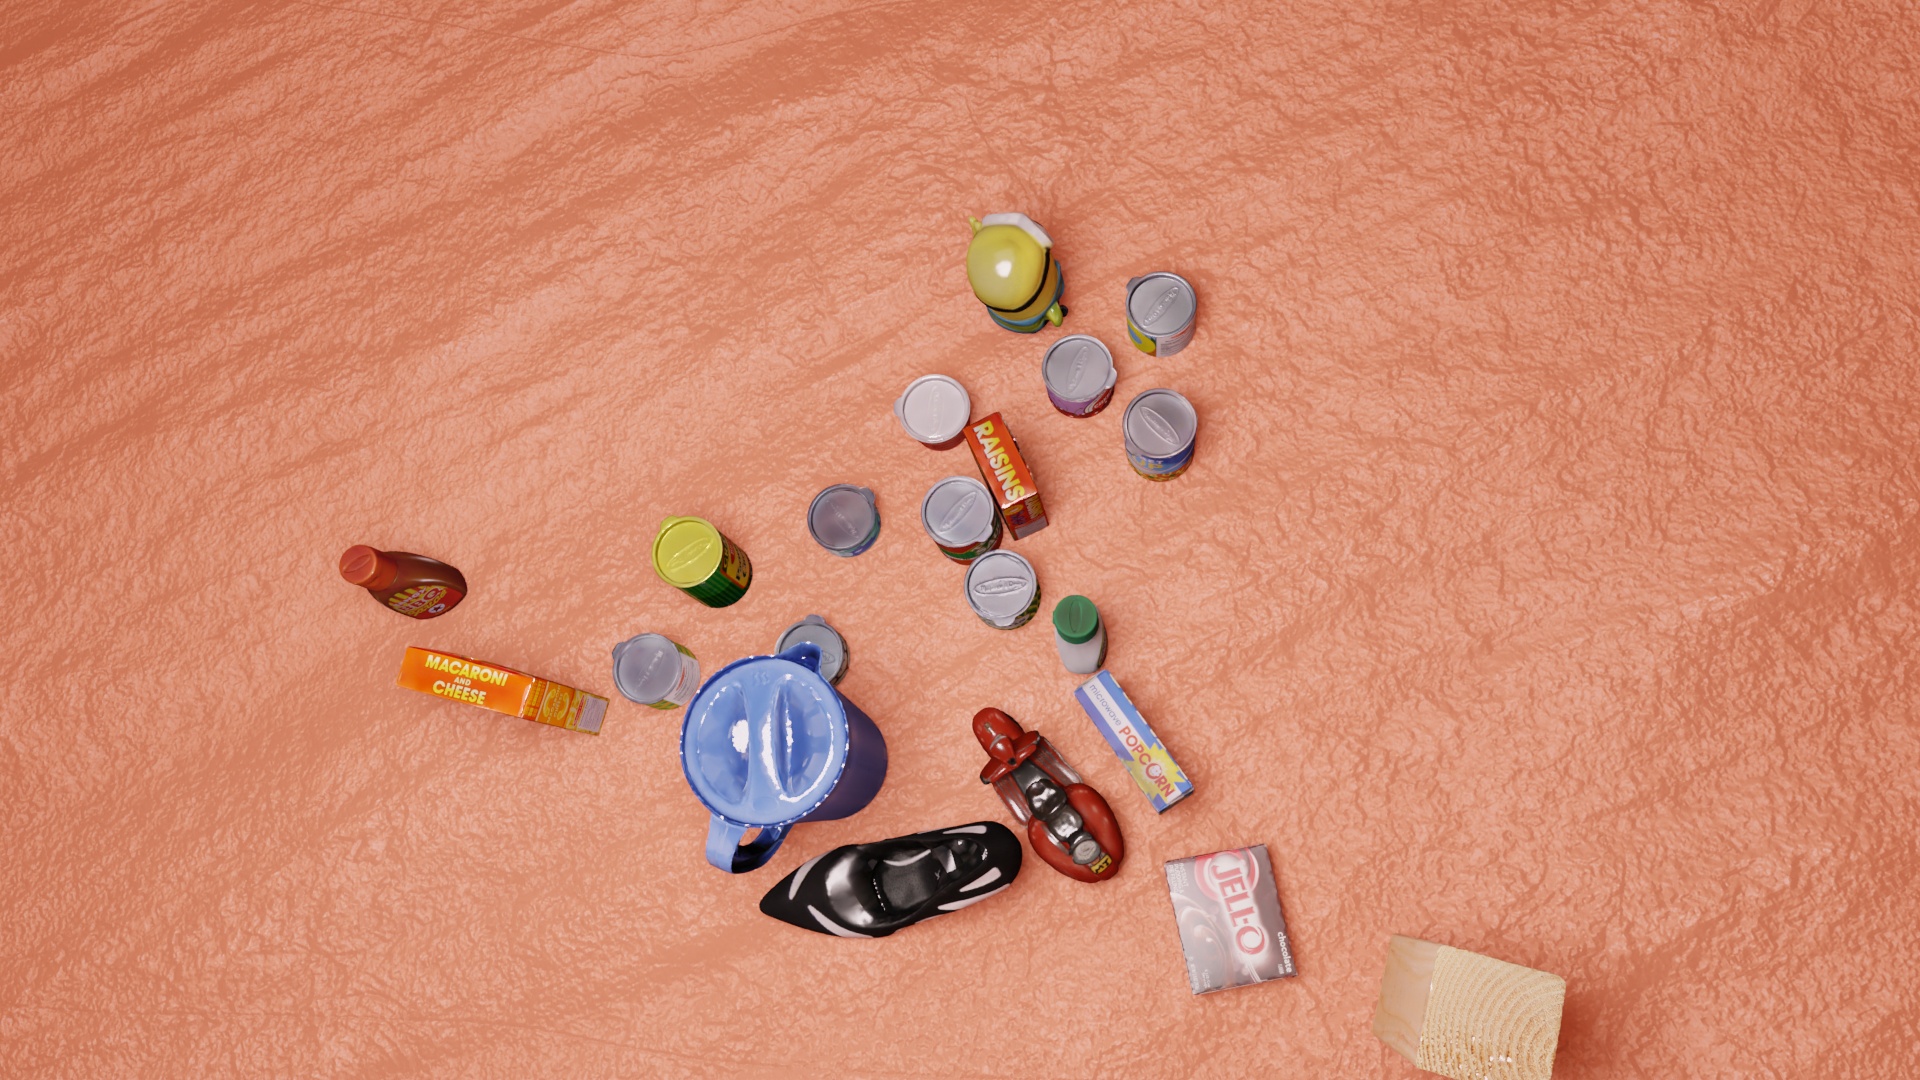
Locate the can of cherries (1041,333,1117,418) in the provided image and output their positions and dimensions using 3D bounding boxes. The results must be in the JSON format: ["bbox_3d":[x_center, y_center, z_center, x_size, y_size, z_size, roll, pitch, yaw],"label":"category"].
[{"bbox_3d":[0.114,-0.153,1.314,0.071,0.058,0.071,-2,76,8],"label":"can of cherries"}]

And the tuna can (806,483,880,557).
[{"bbox_3d":[-0.109,-0.020,1.325,0.071,0.032,0.071,-2,76,8],"label":"tuna can"}]

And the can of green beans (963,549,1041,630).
[{"bbox_3d":[0.039,0.046,1.274,0.071,0.057,0.071,-2,76,8],"label":"can of green beans"}]

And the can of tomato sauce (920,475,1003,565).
[{"bbox_3d":[0.005,-0.016,1.282,0.071,0.083,0.071,-2,76,8],"label":"can of tomato sauce"}]

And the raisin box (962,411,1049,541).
[{"bbox_3d":[0.043,-0.056,1.266,0.040,0.123,0.086,-25,74,2],"label":"raisin box"}]

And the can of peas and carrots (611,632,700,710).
[{"bbox_3d":[-0.286,0.122,1.301,0.071,0.058,0.071,-2,76,8],"label":"can of peas and carrots"}]

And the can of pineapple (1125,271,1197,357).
[{"bbox_3d":[0.190,-0.215,1.319,0.071,0.057,0.071,-2,76,8],"label":"can of pineapple"}]

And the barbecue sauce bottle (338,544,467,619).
[{"bbox_3d":[-0.528,0.037,1.310,0.065,0.148,0.044,-29,74,0],"label":"barbecue sauce bottle"}]

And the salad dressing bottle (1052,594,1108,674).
[{"bbox_3d":[0.104,0.079,1.210,0.044,0.147,0.064,1,77,9],"label":"salad dressing bottle"}]

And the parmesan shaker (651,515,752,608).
[{"bbox_3d":[-0.240,0.019,1.297,0.071,0.103,0.071,-2,76,8],"label":"parmesan shaker"}]

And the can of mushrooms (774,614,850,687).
[{"bbox_3d":[-0.137,0.106,1.297,0.071,0.033,0.071,-2,76,8],"label":"can of mushrooms"}]

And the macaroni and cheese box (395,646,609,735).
[{"bbox_3d":[-0.410,0.137,1.259,0.124,0.166,0.040,12,79,11],"label":"macaroni and cheese box"}]

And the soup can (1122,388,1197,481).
[{"bbox_3d":[0.181,-0.094,1.276,0.071,0.083,0.071,-2,76,8],"label":"soup can"}]

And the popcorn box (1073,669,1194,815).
[{"bbox_3d":[0.151,0.177,1.211,0.038,0.085,0.127,-35,74,-1],"label":"popcorn box"}]

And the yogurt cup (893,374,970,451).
[{"bbox_3d":[-0.021,-0.119,1.327,0.072,0.054,0.072,-2,76,8],"label":"yogurt cup"}]
